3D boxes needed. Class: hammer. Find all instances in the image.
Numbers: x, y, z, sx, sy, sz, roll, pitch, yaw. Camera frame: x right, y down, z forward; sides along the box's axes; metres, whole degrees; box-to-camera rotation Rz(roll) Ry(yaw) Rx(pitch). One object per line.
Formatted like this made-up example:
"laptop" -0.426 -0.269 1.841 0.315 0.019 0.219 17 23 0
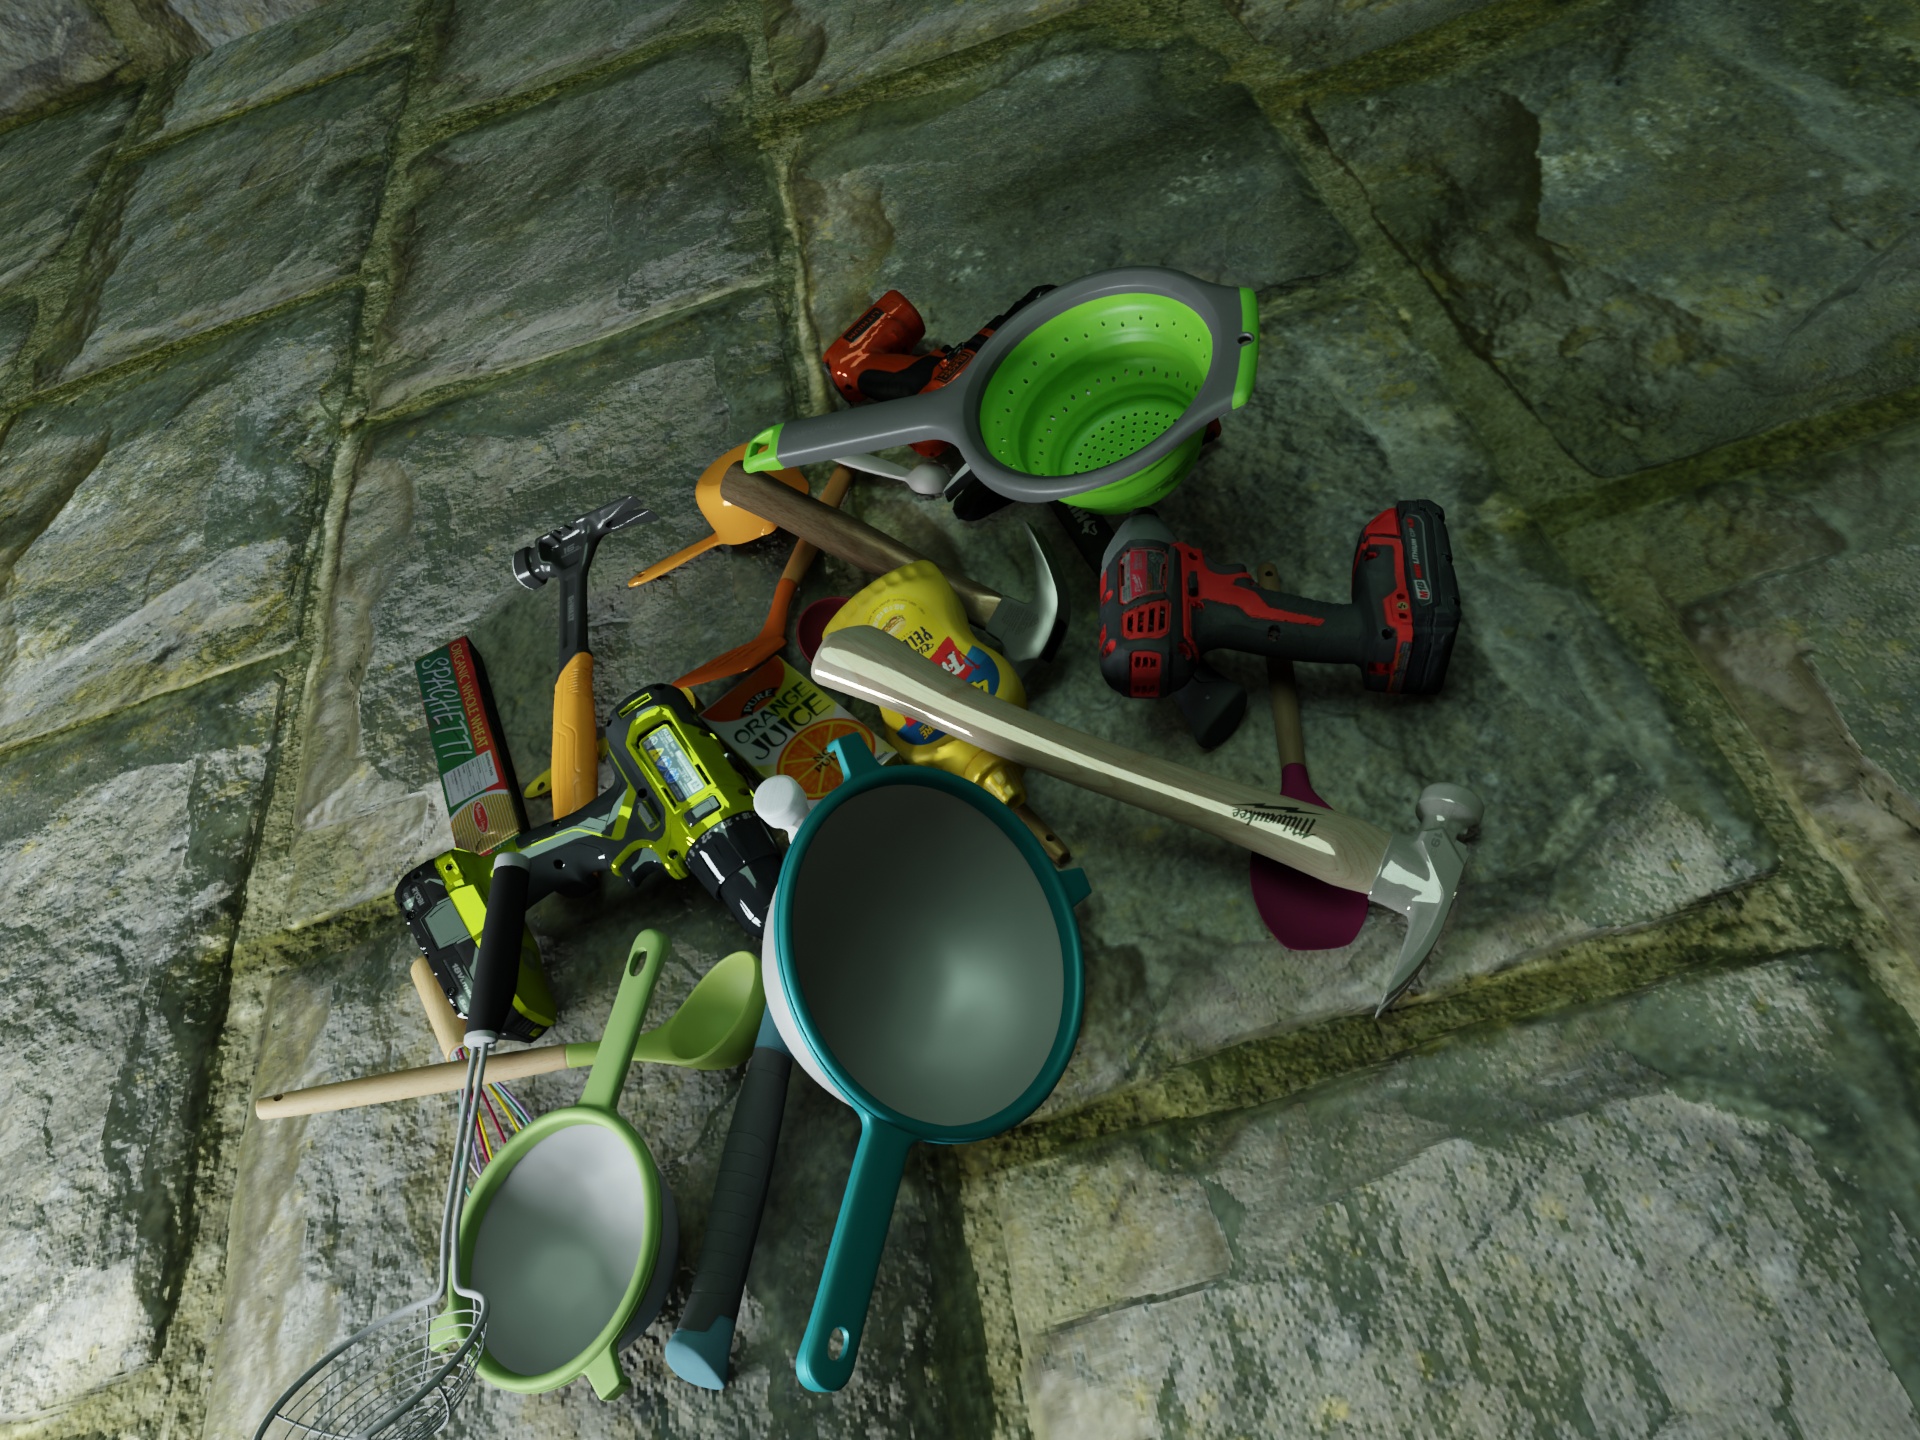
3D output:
"hammer" -0.057 -0.124 1.173 0.331 0.031 0.130 30 91 31
"hammer" -0.283 -0.021 1.192 0.127 0.034 0.337 -23 53 19
"hammer" -0.112 0.205 0.914 0.033 0.128 0.331 -4 58 26
"hammer" 0.091 0.038 0.952 0.411 0.038 0.146 21 59 17
"hammer" 0.104 -0.106 1.129 0.146 0.035 0.335 -29 52 2

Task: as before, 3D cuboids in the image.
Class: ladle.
"ladle" -0.268 0.199 0.966 0.320 0.062 0.078 -9 30 -4
"ladle" -0.021 0.004 1.108 0.069 0.031 0.316 -28 46 -20

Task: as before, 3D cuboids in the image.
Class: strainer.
"strainer" -0.050 0.191 0.874 0.095 0.210 0.341 -26 39 48
"strainer" -0.196 0.249 0.904 0.151 0.069 0.256 -3 61 34

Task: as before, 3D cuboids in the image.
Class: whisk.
"whisk" -0.313 0.230 1.014 0.051 0.047 0.245 -26 40 -19

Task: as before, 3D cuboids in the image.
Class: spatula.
"spatula" -0.132 -0.130 1.254 0.081 0.041 0.323 -12 40 32

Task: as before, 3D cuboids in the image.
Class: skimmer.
"skimmer" -0.297 0.225 0.881 0.127 0.090 0.364 -20 52 28

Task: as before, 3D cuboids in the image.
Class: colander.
"colander" 0.031 -0.204 1.148 0.397 0.094 0.205 -7 55 24

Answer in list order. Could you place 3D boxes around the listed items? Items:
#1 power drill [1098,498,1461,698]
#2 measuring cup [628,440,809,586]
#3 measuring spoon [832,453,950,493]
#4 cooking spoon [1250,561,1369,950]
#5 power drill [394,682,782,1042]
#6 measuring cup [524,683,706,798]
"power drill" 0.199 -0.082 1.026 0.219 0.078 0.143 0 52 5
"measuring cup" -0.212 -0.172 1.316 0.173 0.052 0.095 -29 32 2
"measuring spoon" -0.065 -0.214 1.310 0.124 0.018 0.034 19 46 20
"cooking spoon" 0.210 0.012 1.013 0.069 0.017 0.319 -5 48 9
"power drill" -0.230 0.108 1.039 0.228 0.080 0.191 -34 68 -5
"measuring cup" -0.256 0.026 1.191 0.156 0.029 0.062 -28 47 13
